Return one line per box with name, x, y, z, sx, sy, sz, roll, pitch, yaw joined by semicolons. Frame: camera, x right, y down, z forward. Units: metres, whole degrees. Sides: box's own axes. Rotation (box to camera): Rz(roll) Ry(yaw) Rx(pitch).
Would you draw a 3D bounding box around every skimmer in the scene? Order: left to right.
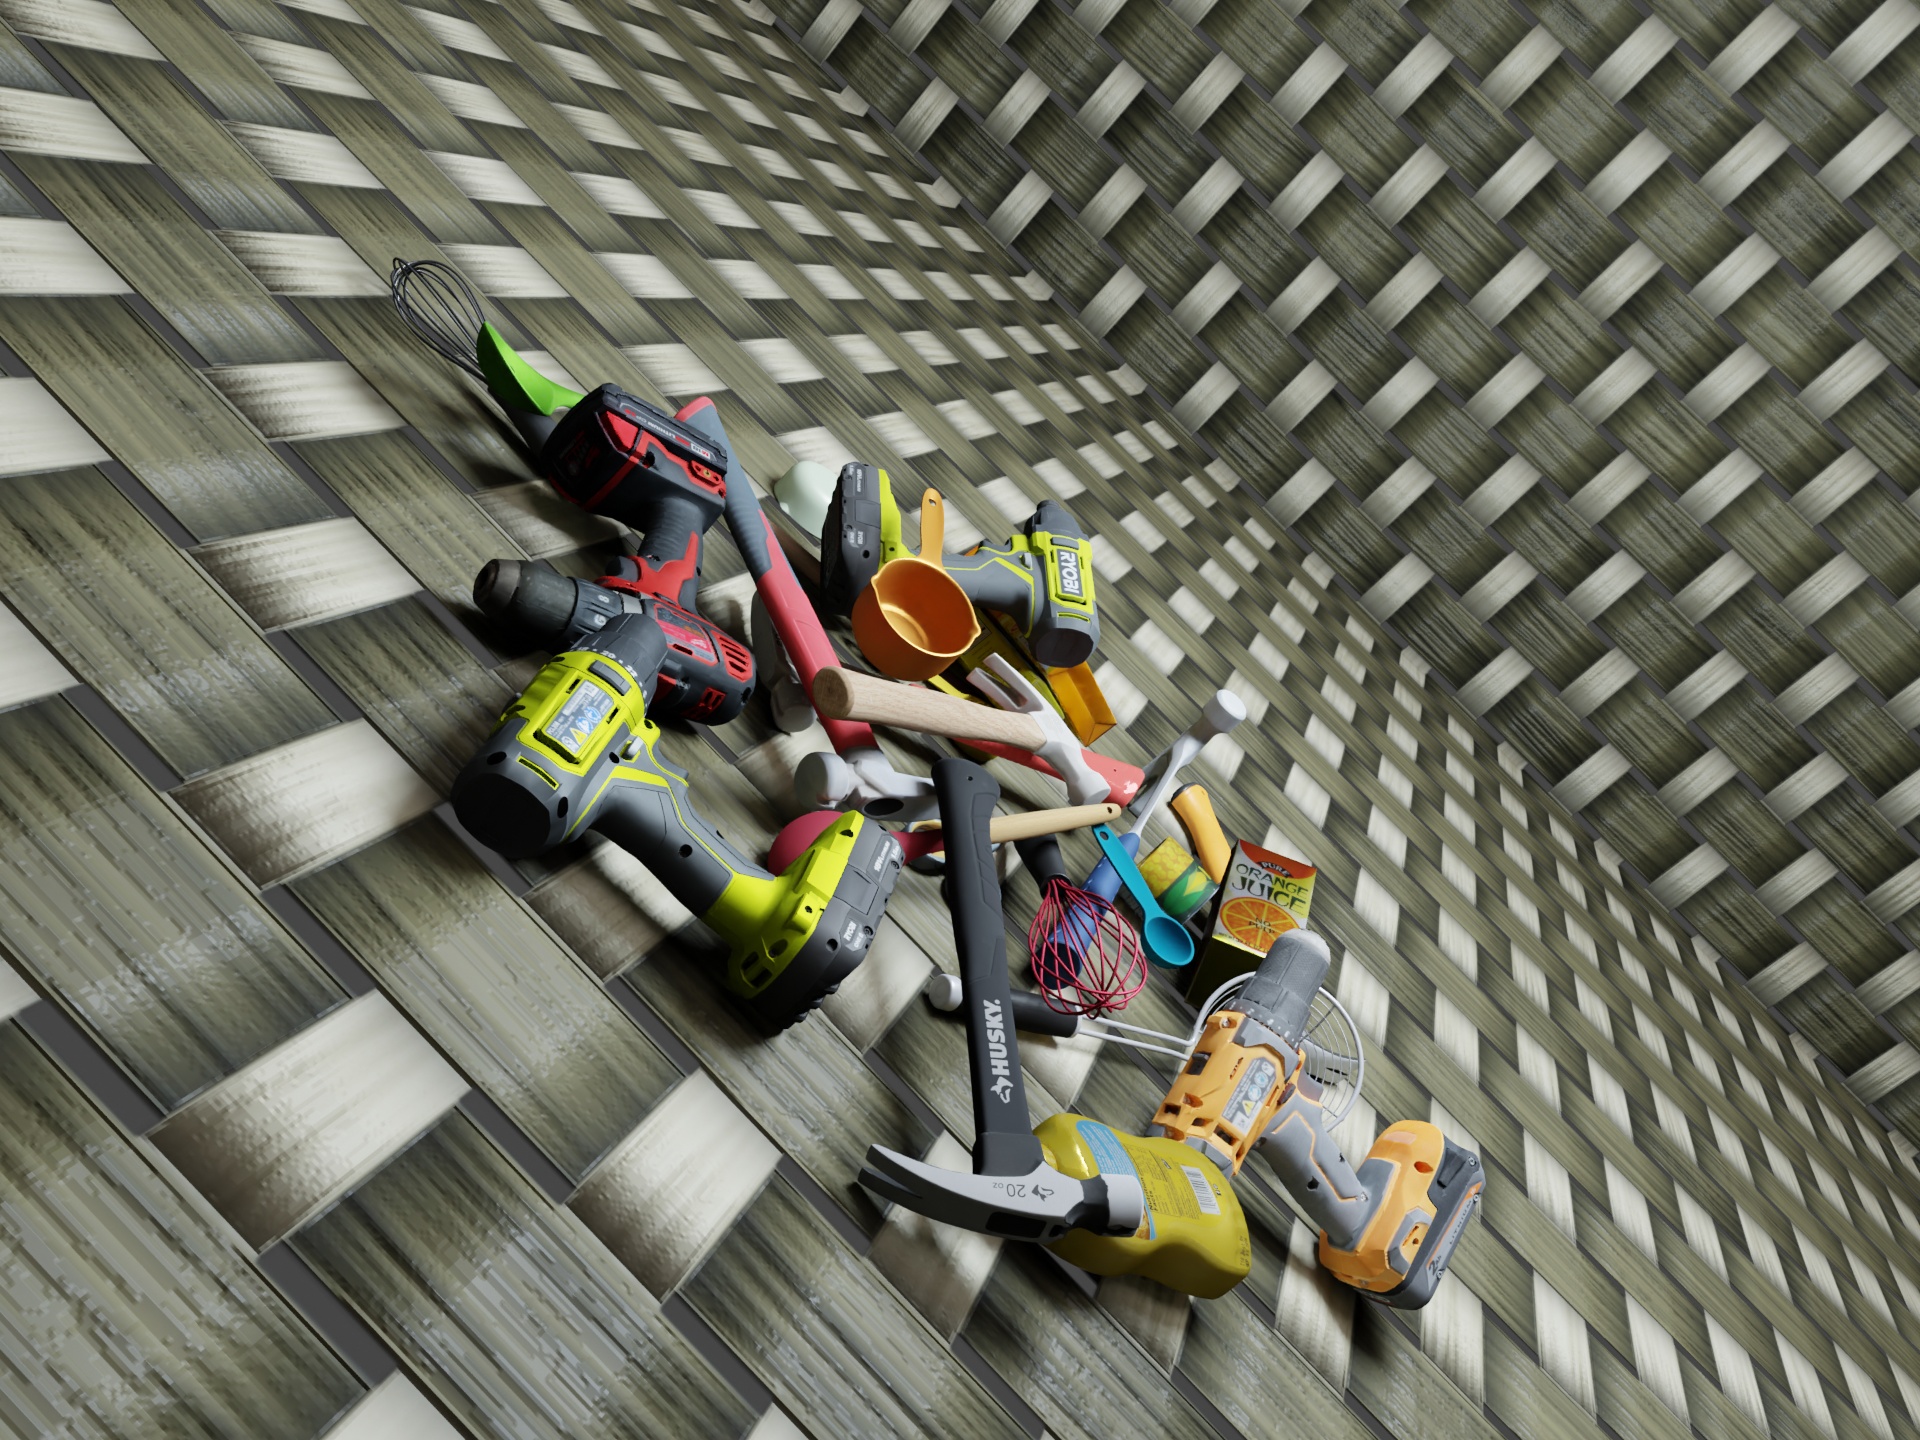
skimmer;0.138;0.212;1.089;0.363;0.090;0.127;21;63;-40

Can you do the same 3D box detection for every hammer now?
hammer;-0.117;-0.089;1.145;0.143;0.038;0.387;8;45;-45
hammer;-0.002;-0.004;1.107;0.130;0.031;0.331;56;20;22
hammer;-0.001;-0.005;1.242;0.358;0.036;0.149;20;37;-32
hammer;0.008;0.146;0.934;0.146;0.035;0.335;8;41;-14
hammer;0.134;0.099;1.278;0.035;0.144;0.405;43;31;0
hammer;0.257;0.176;1.430;0.127;0.034;0.337;30;26;-30

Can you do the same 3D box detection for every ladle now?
ladle;0.004;0.079;1.068;0.315;0.031;0.069;-6;70;-45

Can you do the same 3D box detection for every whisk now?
whisk;-0.331;-0.241;1.145;0.239;0.055;0.055;51;23;3
whisk;0.068;0.123;1.084;0.073;0.073;0.296;38;9;-16

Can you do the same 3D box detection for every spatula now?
spatula;-0.069;-0.082;1.343;0.315;0.018;0.060;40;18;-14

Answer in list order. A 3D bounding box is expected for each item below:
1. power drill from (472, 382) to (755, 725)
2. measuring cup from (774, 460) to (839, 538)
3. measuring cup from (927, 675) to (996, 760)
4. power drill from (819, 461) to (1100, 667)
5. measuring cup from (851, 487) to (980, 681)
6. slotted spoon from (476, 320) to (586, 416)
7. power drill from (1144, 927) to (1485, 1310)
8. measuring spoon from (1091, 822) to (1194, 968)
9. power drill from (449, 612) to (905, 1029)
power drill;-0.226;-0.113;1.034;0.187;0.080;0.227;25;40;-38
measuring cup;-0.099;-0.167;1.411;0.168;0.038;0.083;50;23;18
measuring cup;-0.025;-0.021;1.304;0.156;0.029;0.062;37;23;-10
power drill;0.001;-0.136;1.319;0.223;0.080;0.171;10;48;-15
measuring cup;-0.036;-0.104;1.214;0.095;0.052;0.174;24;46;-23
slotted spoon;-0.265;-0.224;1.179;0.070;0.031;0.313;58;13;14
power drill;0.253;0.270;1.088;0.226;0.185;0.084;39;-21;-15
measuring spoon;0.124;0.128;1.150;0.042;0.021;0.129;-4;53;-40
power drill;-0.147;0.046;0.887;0.228;0.080;0.191;38;33;-11
